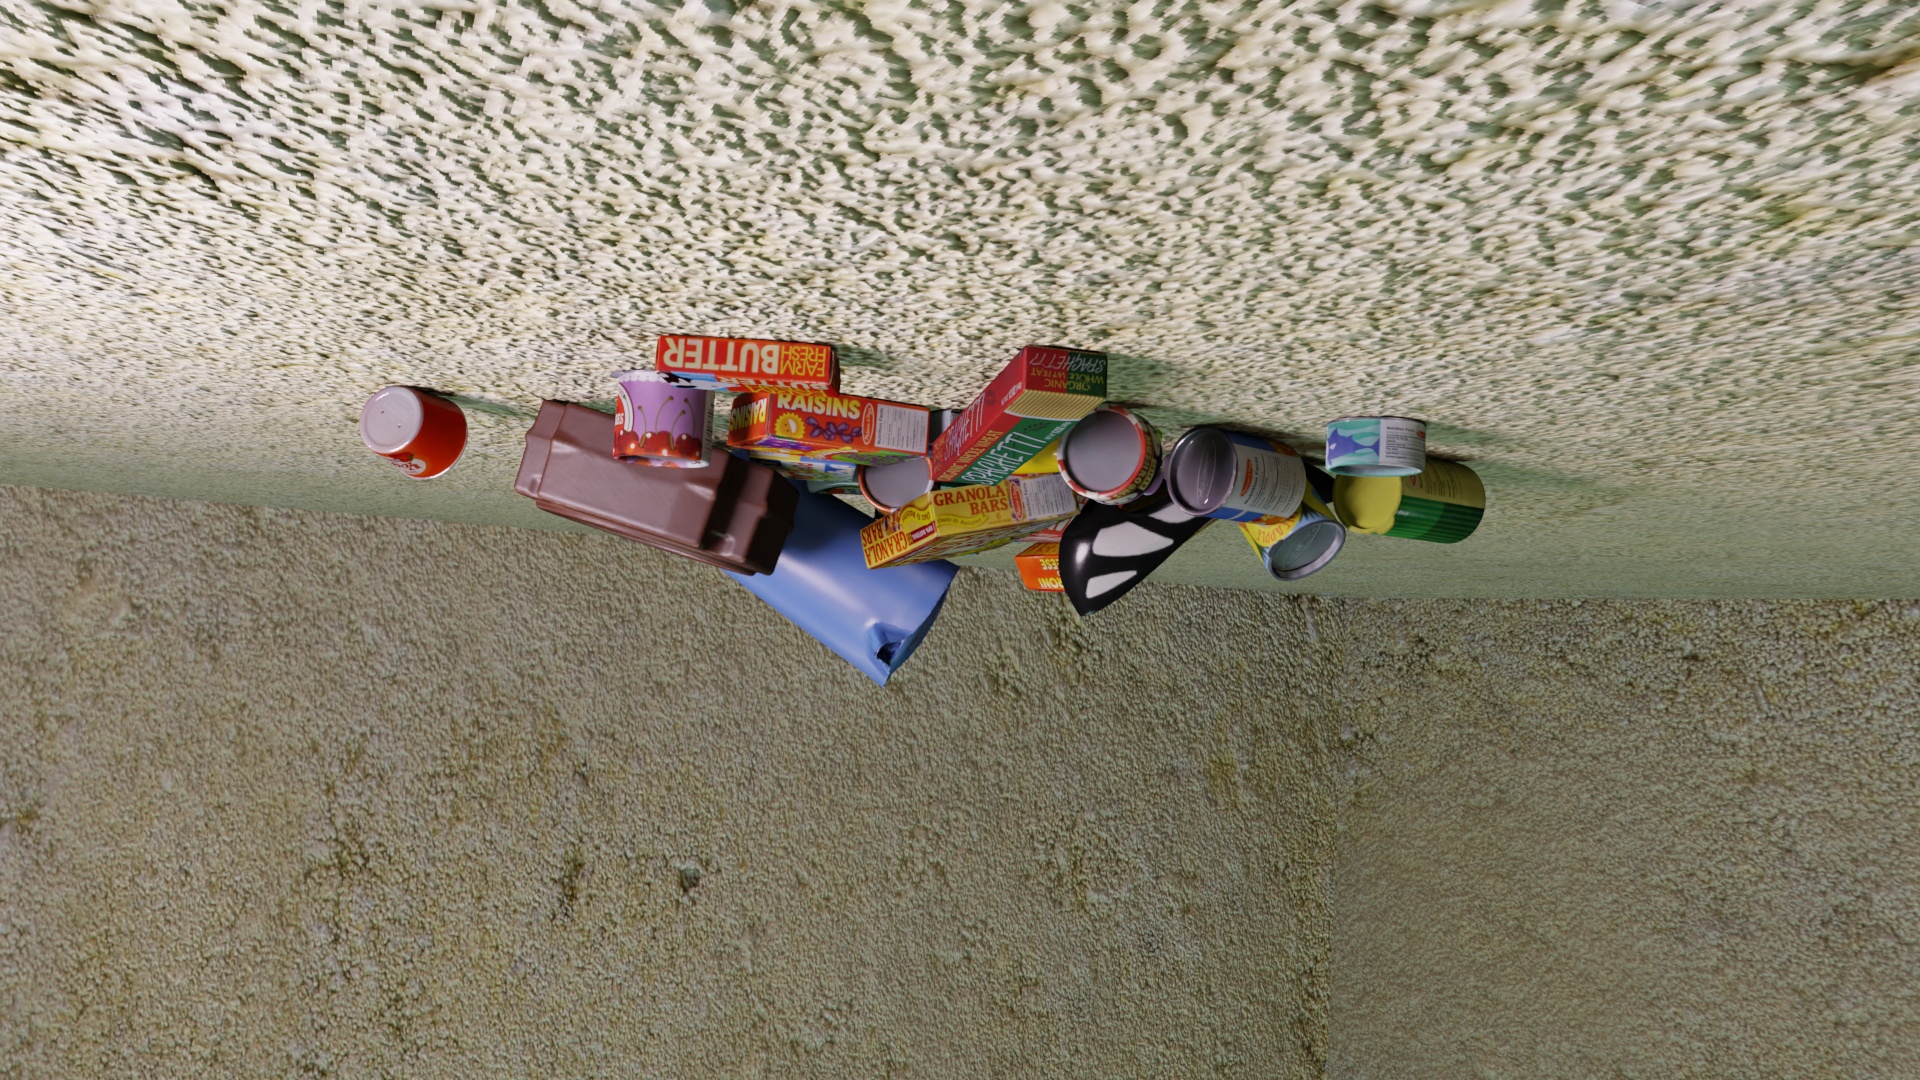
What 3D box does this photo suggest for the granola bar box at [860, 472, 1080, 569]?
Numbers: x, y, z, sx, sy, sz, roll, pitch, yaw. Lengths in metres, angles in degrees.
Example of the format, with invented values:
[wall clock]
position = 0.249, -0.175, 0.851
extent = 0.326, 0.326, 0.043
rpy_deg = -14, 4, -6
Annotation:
[granola bar box]
position = 0.004, -0.014, 1.127
extent = 0.124, 0.039, 0.165
rpy_deg = -9, 174, -24

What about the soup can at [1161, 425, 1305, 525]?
[soup can]
position = 0.202, -0.047, 1.028
extent = 0.084, 0.071, 0.071
rpy_deg = 7, 175, -40

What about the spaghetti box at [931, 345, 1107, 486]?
[spaghetti box]
position = 0.030, -0.073, 0.886
extent = 0.050, 0.029, 0.249
rpy_deg = 5, 169, -13

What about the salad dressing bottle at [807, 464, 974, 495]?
[salad dressing bottle]
position = -0.061, -0.060, 1.242
extent = 0.148, 0.044, 0.064
rpy_deg = 3, 179, 4

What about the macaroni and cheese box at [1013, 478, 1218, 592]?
[macaroni and cheese box]
position = 0.151, -0.006, 1.283
extent = 0.167, 0.040, 0.123
rpy_deg = -32, -163, -33

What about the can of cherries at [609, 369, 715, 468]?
[can of cherries]
position = -0.204, -0.082, 0.946
extent = 0.071, 0.058, 0.071
rpy_deg = 3, 176, 0

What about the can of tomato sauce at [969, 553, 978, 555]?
[can of tomato sauce]
position = -0.010, -0.028, 1.371
extent = 0.071, 0.083, 0.071
rpy_deg = 4, 176, 0

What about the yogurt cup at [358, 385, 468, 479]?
[yogurt cup]
position = -0.424, -0.086, 1.073
extent = 0.072, 0.072, 0.054
rpy_deg = 3, 168, 14

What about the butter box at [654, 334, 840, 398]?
[butter box]
position = -0.124, -0.103, 0.821
extent = 0.103, 0.024, 0.053
rpy_deg = 4, 177, 1

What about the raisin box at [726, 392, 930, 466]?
[raisin box]
position = -0.096, -0.081, 1.005
extent = 0.123, 0.040, 0.086
rpy_deg = 6, 176, -27

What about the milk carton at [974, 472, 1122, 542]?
[milk carton]
position = 0.067, -0.037, 1.241
extent = 0.072, 0.073, 0.190
rpy_deg = 6, 175, -35

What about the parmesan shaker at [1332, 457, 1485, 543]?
[parmesan shaker]
position = 0.351, -0.031, 1.081
extent = 0.103, 0.071, 0.071
rpy_deg = 6, 175, -33

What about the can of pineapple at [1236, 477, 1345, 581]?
[can of pineapple]
position = 0.255, -0.012, 1.081
extent = 0.071, 0.058, 0.070
rpy_deg = -15, 139, -13

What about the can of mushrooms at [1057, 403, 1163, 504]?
[can of mushrooms]
position = 0.103, -0.058, 0.944
extent = 0.071, 0.071, 0.033
rpy_deg = 2, 173, 27

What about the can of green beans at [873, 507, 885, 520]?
[can of green beans]
position = -0.048, -0.047, 1.315
extent = 0.071, 0.058, 0.071
rpy_deg = 4, 176, 0

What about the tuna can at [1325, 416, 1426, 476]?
[tuna can]
position = 0.282, -0.063, 0.952
extent = 0.071, 0.033, 0.071
rpy_deg = 3, 176, 0

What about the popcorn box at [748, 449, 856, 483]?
[popcorn box]
position = -0.127, -0.074, 1.136
extent = 0.085, 0.038, 0.126
rpy_deg = 4, 176, -6

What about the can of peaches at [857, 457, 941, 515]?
[can of peaches]
position = -0.053, -0.054, 1.180
extent = 0.071, 0.071, 0.058
rpy_deg = 3, 176, 4

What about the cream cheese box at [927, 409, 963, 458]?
[cream cheese box]
position = -0.012, -0.080, 1.053
extent = 0.053, 0.024, 0.103
rpy_deg = 5, 176, -33
